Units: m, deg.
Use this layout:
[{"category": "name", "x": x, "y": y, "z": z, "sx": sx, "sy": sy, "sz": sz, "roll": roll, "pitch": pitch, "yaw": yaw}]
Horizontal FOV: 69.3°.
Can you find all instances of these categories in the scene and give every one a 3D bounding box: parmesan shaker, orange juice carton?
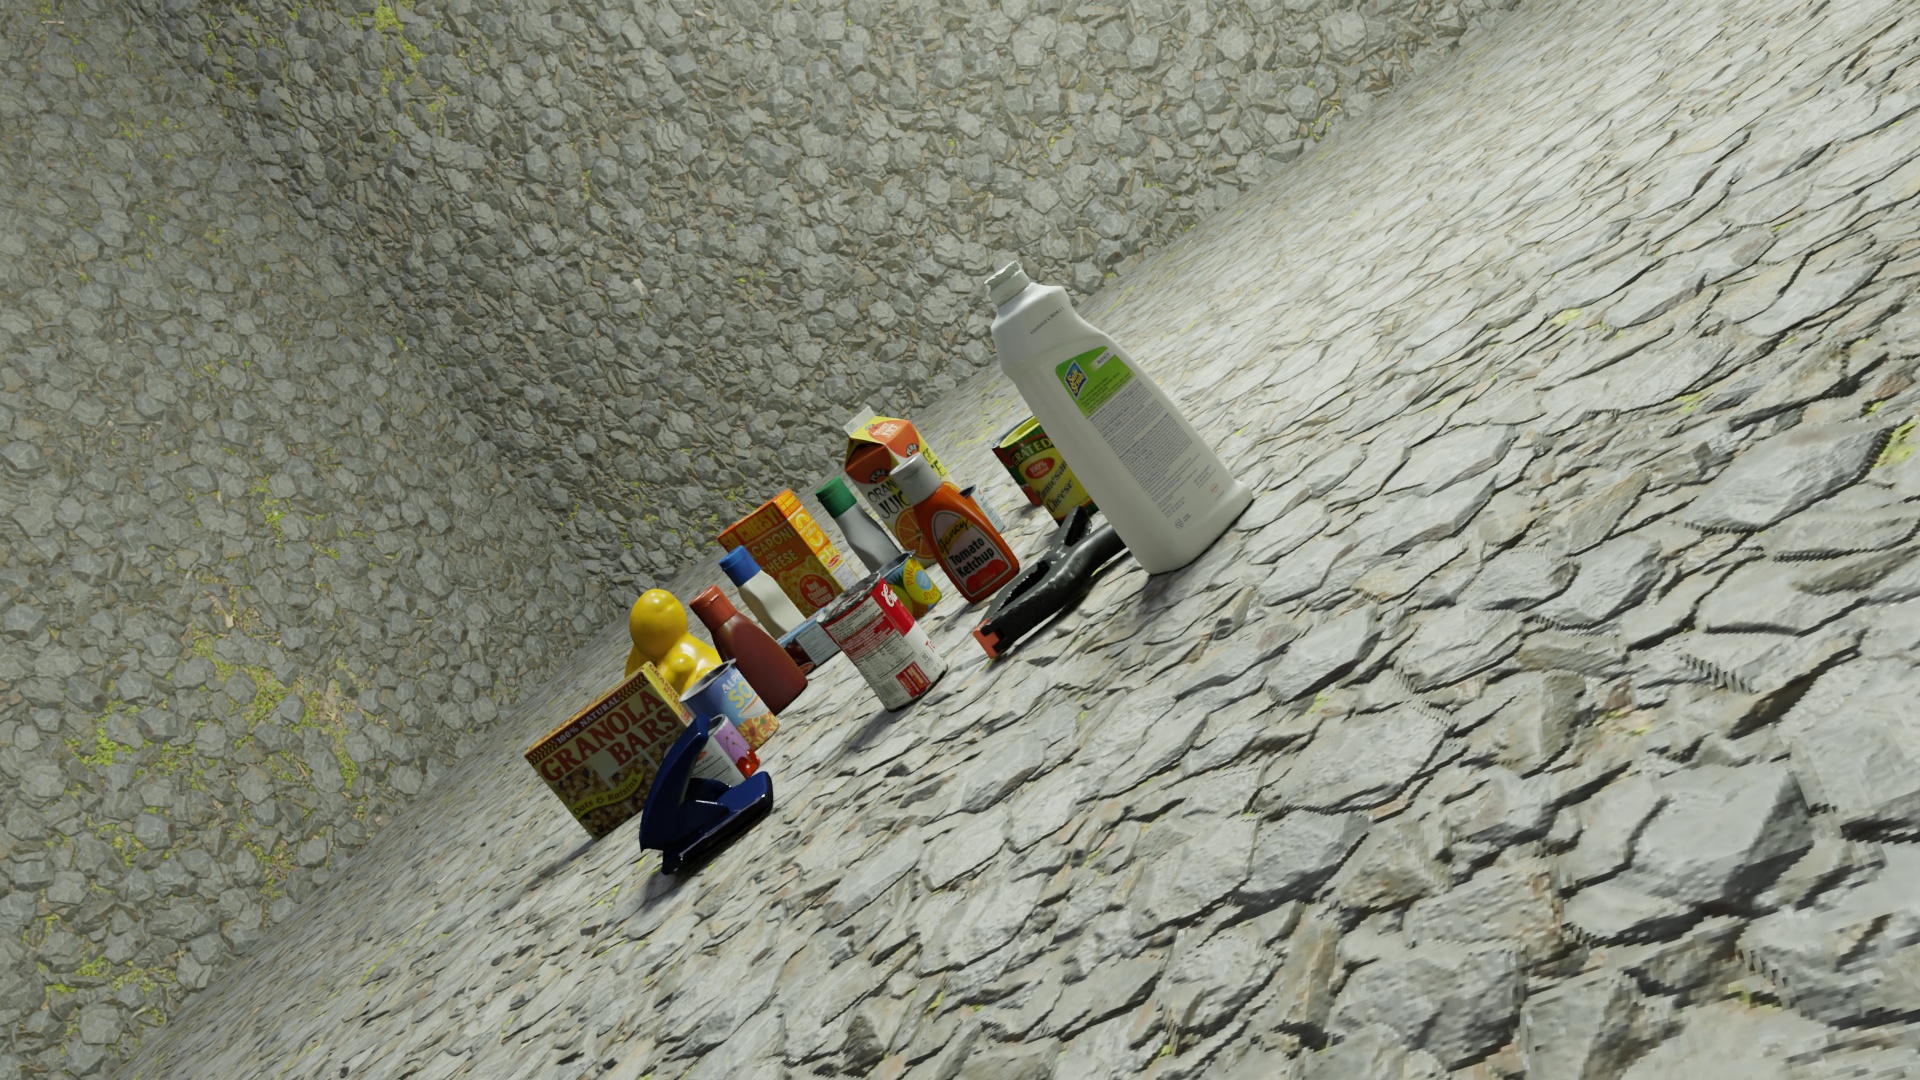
[{"category": "parmesan shaker", "x": 0.097, "y": -0.071, "z": 1.354, "sx": 0.071, "sy": 0.103, "sz": 0.071, "roll": -36, "pitch": 10, "yaw": 7}, {"category": "orange juice carton", "x": -0.066, "y": -0.069, "z": 1.633, "sx": 0.072, "sy": 0.192, "sz": 0.072, "roll": -30, "pitch": 12, "yaw": 35}]

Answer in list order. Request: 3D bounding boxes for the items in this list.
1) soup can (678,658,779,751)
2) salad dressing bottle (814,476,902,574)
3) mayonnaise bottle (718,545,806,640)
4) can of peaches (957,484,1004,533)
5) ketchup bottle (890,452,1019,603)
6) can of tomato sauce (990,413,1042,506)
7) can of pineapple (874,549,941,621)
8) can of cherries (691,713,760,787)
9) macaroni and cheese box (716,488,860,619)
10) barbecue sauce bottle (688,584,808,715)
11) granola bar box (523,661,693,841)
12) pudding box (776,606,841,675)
[{"category": "soup can", "x": -0.232, "y": 0.173, "z": 1.412, "sx": 0.071, "sy": 0.083, "sz": 0.071, "roll": -36, "pitch": 10, "yaw": 7}, {"category": "salad dressing bottle", "x": -0.115, "y": -0.008, "z": 1.653, "sx": 0.044, "sy": 0.147, "sz": 0.064, "roll": -40, "pitch": 10, "yaw": -16}, {"category": "mayonnaise bottle", "x": -0.232, "y": 0.074, "z": 1.673, "sx": 0.041, "sy": 0.148, "sz": 0.064, "roll": -42, "pitch": 11, "yaw": -27}, {"category": "can of peaches", "x": 0.006, "y": -0.020, "z": 1.555, "sx": 0.071, "sy": 0.058, "sz": 0.071, "roll": -35, "pitch": 10, "yaw": 7}, {"category": "ketchup bottle", "x": -0.009, "y": -0.015, "z": 1.326, "sx": 0.064, "sy": 0.148, "sz": 0.043, "roll": -36, "pitch": 10, "yaw": 8}, {"category": "can of tomato sauce", "x": 0.082, "y": -0.088, "z": 1.538, "sx": 0.071, "sy": 0.083, "sz": 0.071, "roll": -36, "pitch": 10, "yaw": 7}, {"category": "can of pineapple", "x": -0.060, "y": 0.053, "z": 1.452, "sx": 0.071, "sy": 0.058, "sz": 0.071, "roll": -35, "pitch": 10, "yaw": 7}, {"category": "can of cherries", "x": -0.233, "y": 0.208, "z": 1.330, "sx": 0.071, "sy": 0.058, "sz": 0.071, "roll": -35, "pitch": 10, "yaw": 7}, {"category": "macaroni and cheese box", "x": -0.211, "y": 0.031, "z": 1.748, "sx": 0.123, "sy": 0.166, "sz": 0.040, "roll": -29, "pitch": 12, "yaw": 38}, {"category": "barbecue sauce bottle", "x": -0.230, "y": 0.115, "z": 1.481, "sx": 0.065, "sy": 0.148, "sz": 0.043, "roll": -43, "pitch": 12, "yaw": -34}, {"category": "granola bar box", "x": -0.365, "y": 0.228, "z": 1.496, "sx": 0.165, "sy": 0.124, "sz": 0.039, "roll": -35, "pitch": 10, "yaw": 7}, {"category": "pudding box", "x": -0.171, "y": 0.118, "z": 1.552, "sx": 0.083, "sy": 0.049, "sz": 0.030, "roll": -36, "pitch": 10, "yaw": 6}]
